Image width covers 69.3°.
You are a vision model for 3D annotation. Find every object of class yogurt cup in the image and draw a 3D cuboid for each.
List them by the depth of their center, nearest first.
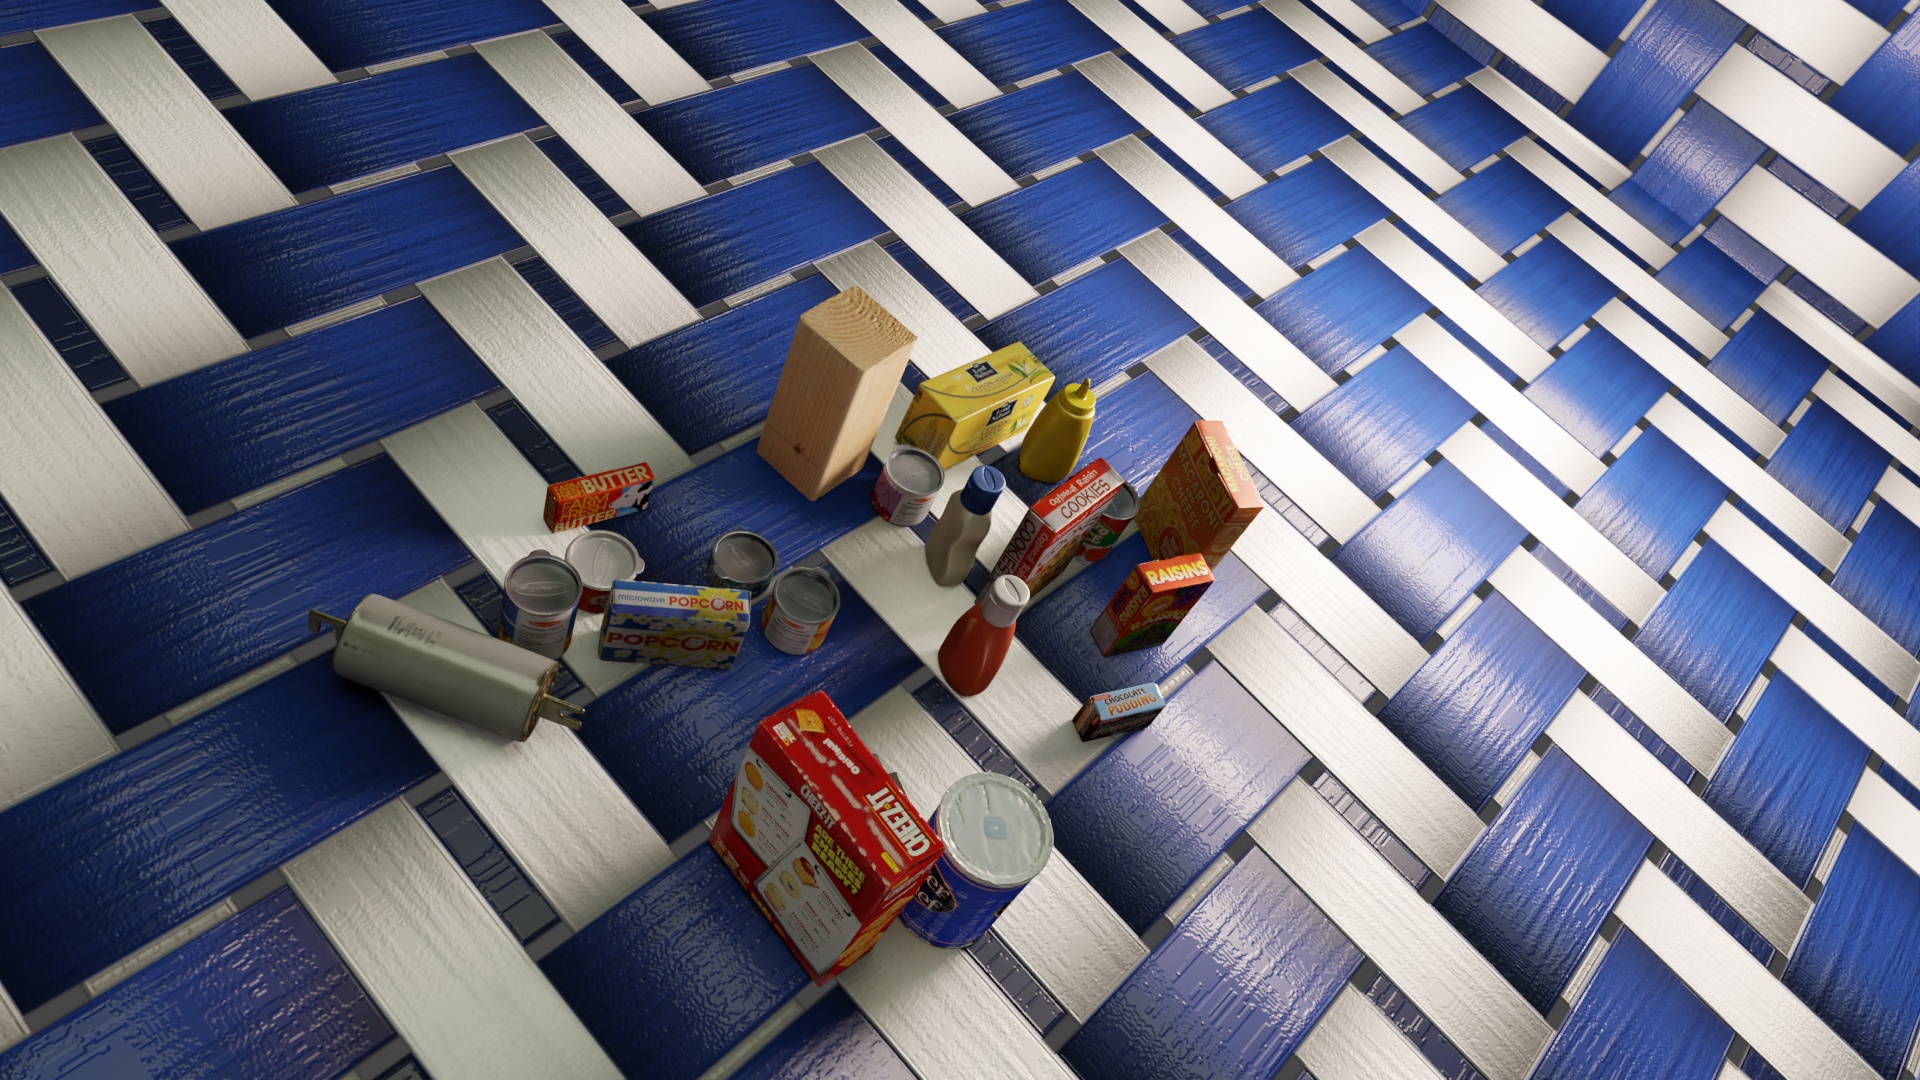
[{"bbox_3d":[-0.340,0.032,1.307,0.072,0.053,0.073,12,50,-15],"label":"yogurt cup"}]

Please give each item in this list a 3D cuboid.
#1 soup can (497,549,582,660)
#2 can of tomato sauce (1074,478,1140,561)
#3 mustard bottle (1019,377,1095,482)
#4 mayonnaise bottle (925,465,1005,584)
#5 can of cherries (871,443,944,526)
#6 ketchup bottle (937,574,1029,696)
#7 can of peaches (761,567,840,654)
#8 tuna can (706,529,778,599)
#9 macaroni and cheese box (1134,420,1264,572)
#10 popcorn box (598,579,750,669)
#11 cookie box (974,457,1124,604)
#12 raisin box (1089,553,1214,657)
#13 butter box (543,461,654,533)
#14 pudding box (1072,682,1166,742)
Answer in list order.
[{"bbox_3d":[-0.378,0.061,1.247,0.071,0.083,0.072,12,50,-15],"label":"soup can"},{"bbox_3d":[0.152,-0.025,1.549,0.071,0.082,0.071,12,50,-15],"label":"can of tomato sauce"},{"bbox_3d":[0.118,-0.130,1.567,0.065,0.159,0.049,15,49,-12],"label":"mustard bottle"},{"bbox_3d":[0.005,-0.018,1.435,0.041,0.147,0.065,0,54,-24],"label":"mayonnaise bottle"},{"bbox_3d":[-0.058,-0.060,1.502,0.071,0.058,0.072,12,50,-15],"label":"can of cherries"},{"bbox_3d":[0.024,0.090,1.356,0.044,0.148,0.065,-14,60,-32],"label":"ketchup bottle"},{"bbox_3d":[-0.155,0.068,1.356,0.071,0.057,0.071,12,50,-15],"label":"can of peaches"},{"bbox_3d":[-0.219,0.026,1.379,0.071,0.032,0.071,12,50,-15],"label":"tuna can"},{"bbox_3d":[0.261,-0.035,1.549,0.040,0.165,0.124,-2,55,-25],"label":"macaroni and cheese box"},{"bbox_3d":[-0.264,0.078,1.282,0.127,0.084,0.038,6,52,-20],"label":"popcorn box"},{"bbox_3d":[0.091,0.000,1.445,0.040,0.166,0.123,43,49,13],"label":"cookie box"},{"bbox_3d":[0.202,0.068,1.469,0.086,0.122,0.040,-9,58,-29],"label":"raisin box"},{"bbox_3d":[-0.354,-0.042,1.361,0.104,0.052,0.024,-17,62,-33],"label":"butter box"},{"bbox_3d":[0.162,0.175,1.416,0.084,0.049,0.030,-8,57,-29],"label":"pudding box"}]
